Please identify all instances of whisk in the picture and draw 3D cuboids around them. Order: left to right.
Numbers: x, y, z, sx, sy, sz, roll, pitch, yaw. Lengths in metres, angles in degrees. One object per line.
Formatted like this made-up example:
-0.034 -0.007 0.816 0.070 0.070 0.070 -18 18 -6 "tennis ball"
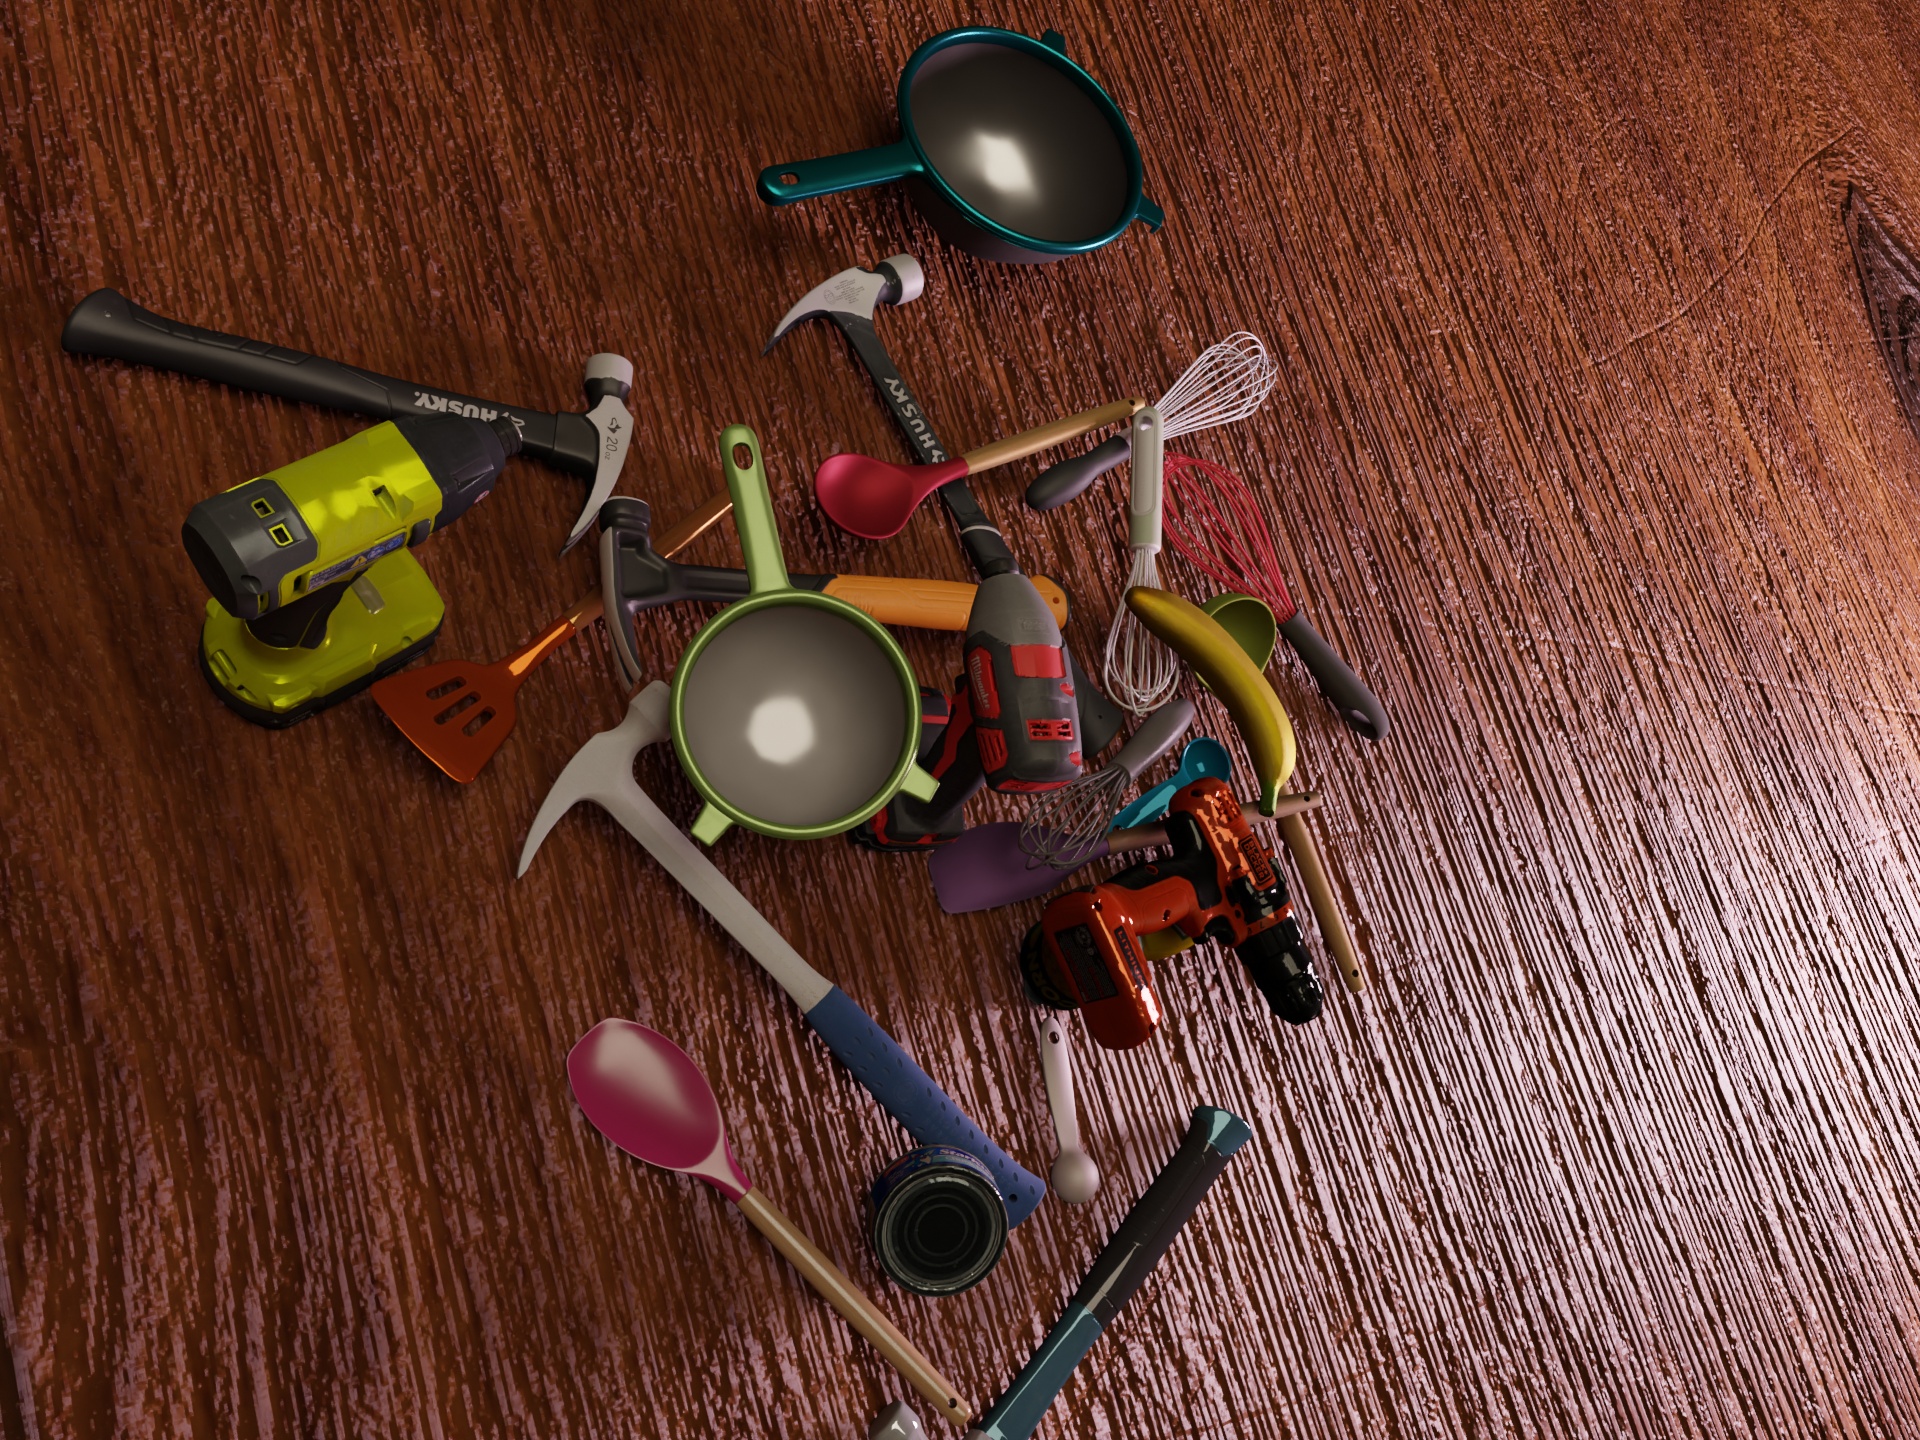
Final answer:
0.111 0.041 1.139 0.055 0.055 0.239 52 43 -1 "whisk"
0.139 -0.123 1.210 0.059 0.058 0.246 32 58 -66 "whisk"
0.156 -0.235 1.283 0.284 0.070 0.070 -34 89 -28 "whisk"
0.251 -0.097 1.276 0.295 0.073 0.073 50 57 -9 "whisk"

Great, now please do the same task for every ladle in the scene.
0.021 -0.196 1.169 0.315 0.031 0.069 -24 82 -32 "ladle"
0.250 0.055 1.219 0.078 0.062 0.320 -18 83 -18 "ladle"

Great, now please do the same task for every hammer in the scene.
-0.375 -0.202 1.000 0.334 0.035 0.146 11 66 -24 "hammer"
-0.100 0.170 0.989 0.144 0.035 0.405 -45 98 -15 "hammer"
-0.073 -0.077 1.073 0.336 0.034 0.127 2 67 -27 "hammer"
0.001 -0.154 1.179 0.149 0.036 0.409 -28 86 -32 "hammer"
0.088 0.372 1.024 0.128 0.033 0.331 48 57 -3 "hammer"

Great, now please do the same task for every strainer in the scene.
-0.115 -0.050 0.972 0.151 0.069 0.256 -11 82 -17 "strainer"
-0.018 -0.417 1.236 0.340 0.095 0.211 -22 80 -30 "strainer"

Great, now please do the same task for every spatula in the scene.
-0.233 -0.078 1.024 0.081 0.041 0.323 47 56 -4 "spatula"
0.125 0.083 1.144 0.316 0.018 0.060 -10 70 -22 "spatula"

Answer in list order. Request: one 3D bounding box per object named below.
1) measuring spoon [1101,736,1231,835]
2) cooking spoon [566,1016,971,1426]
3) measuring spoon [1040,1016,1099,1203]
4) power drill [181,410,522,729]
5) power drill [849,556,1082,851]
0.150 0.057 1.191 0.128 0.021 0.042 -34 89 -24 "measuring spoon"
-0.110 0.299 0.940 0.319 0.017 0.069 45 57 3 "cooking spoon"
0.072 0.260 1.067 0.034 0.018 0.124 0 70 -27 "measuring spoon"
-0.331 -0.085 0.866 0.171 0.223 0.080 -35 90 -33 "power drill"
-0.002 -0.003 1.009 0.078 0.219 0.143 0 72 -28 "power drill"
